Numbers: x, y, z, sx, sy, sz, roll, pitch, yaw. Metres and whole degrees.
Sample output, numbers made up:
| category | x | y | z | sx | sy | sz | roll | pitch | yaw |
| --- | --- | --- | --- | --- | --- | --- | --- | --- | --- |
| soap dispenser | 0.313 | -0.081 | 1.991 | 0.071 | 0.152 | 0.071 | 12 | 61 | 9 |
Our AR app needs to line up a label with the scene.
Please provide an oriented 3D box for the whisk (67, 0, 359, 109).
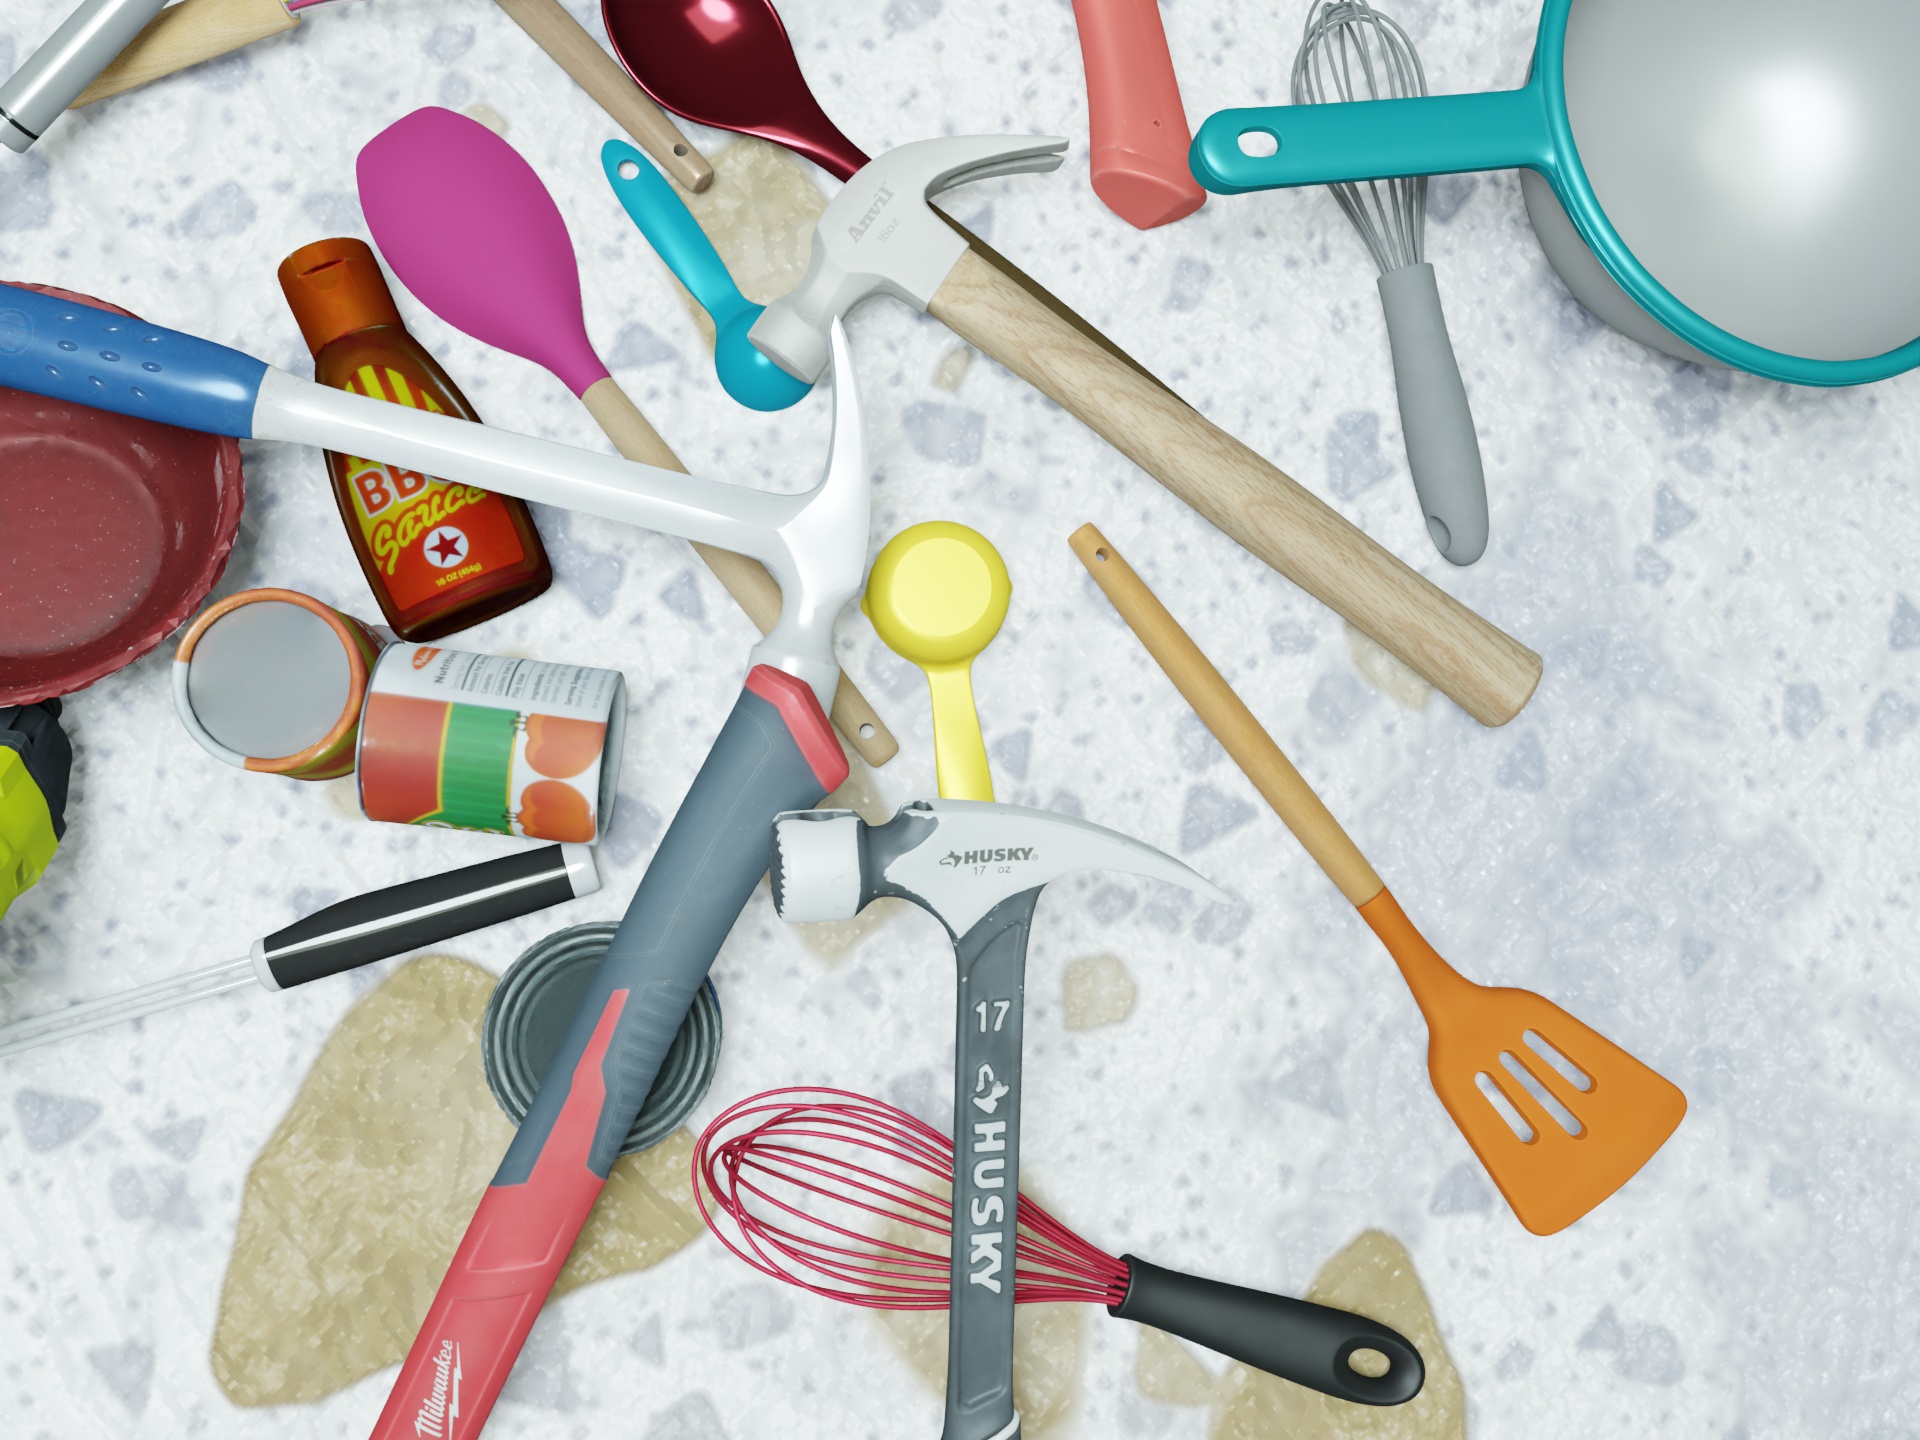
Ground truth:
| category | x | y | z | sx | sy | sz | roll | pitch | yaw |
| --- | --- | --- | --- | --- | --- | --- | --- | --- | --- |
| whisk | -0.236 | -0.284 | 0.607 | 0.245 | 0.051 | 0.047 | -18 | 68 | 4 |

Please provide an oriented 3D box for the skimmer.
| category | x | y | z | sx | sy | sz | roll | pitch | yaw |
| --- | --- | --- | --- | --- | --- | --- | --- | --- | --- |
| skimmer | -0.298 | 0.128 | 0.548 | 0.363 | 0.127 | 0.090 | -17 | 54 | -13 |

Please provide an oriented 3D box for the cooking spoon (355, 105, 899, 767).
| category | x | y | z | sx | sy | sz | roll | pitch | yaw |
| --- | --- | --- | --- | --- | --- | --- | --- | --- | --- |
| cooking spoon | -0.126 | -0.110 | 0.621 | 0.069 | 0.017 | 0.319 | -38 | 89 | -6 |

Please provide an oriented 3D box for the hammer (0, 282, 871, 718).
| category | x | y | z | sx | sy | sz | roll | pitch | yaw |
| --- | --- | --- | --- | --- | --- | --- | --- | --- | --- |
| hammer | -0.227 | -0.112 | 0.548 | 0.405 | 0.035 | 0.144 | 13 | 91 | -8 |

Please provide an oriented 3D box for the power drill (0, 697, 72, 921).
| category | x | y | z | sx | sy | sz | roll | pitch | yaw |
| --- | --- | --- | --- | --- | --- | --- | --- | --- | --- |
| power drill | -0.423 | 0.046 | 0.523 | 0.223 | 0.171 | 0.080 | -3 | 126 | -3 |

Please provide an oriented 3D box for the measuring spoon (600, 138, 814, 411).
| category | x | y | z | sx | sy | sz | roll | pitch | yaw |
| --- | --- | --- | --- | --- | --- | --- | --- | --- | --- |
| measuring spoon | -0.102 | -0.180 | 0.627 | 0.042 | 0.021 | 0.128 | -37 | 91 | -7 |

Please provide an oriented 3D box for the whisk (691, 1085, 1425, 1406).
| category | x | y | z | sx | sy | sz | roll | pitch | yaw |
| --- | --- | --- | --- | --- | --- | --- | --- | --- | --- |
| whisk | 0.042 | 0.204 | 0.592 | 0.295 | 0.073 | 0.073 | 21 | 83 | -9 |

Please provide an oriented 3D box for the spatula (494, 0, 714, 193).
| category | x | y | z | sx | sy | sz | roll | pitch | yaw |
| --- | --- | --- | --- | --- | --- | --- | --- | --- | --- |
| spatula | -0.213 | -0.324 | 0.632 | 0.316 | 0.018 | 0.060 | 45 | 79 | 1 |

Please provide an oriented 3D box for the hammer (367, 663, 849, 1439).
| category | x | y | z | sx | sy | sz | roll | pitch | yaw |
| --- | --- | --- | --- | --- | --- | --- | --- | --- | --- |
| hammer | -0.156 | 0.151 | 0.551 | 0.143 | 0.038 | 0.386 | 26 | 94 | -1 |

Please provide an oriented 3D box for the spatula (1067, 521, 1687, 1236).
| category | x | y | z | sx | sy | sz | roll | pitch | yaw |
| --- | --- | --- | --- | --- | --- | --- | --- | --- | --- |
| spatula | 0.148 | 0.049 | 0.621 | 0.081 | 0.041 | 0.322 | -38 | 88 | -6 |

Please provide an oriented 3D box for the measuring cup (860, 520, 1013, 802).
| category | x | y | z | sx | sy | sz | roll | pitch | yaw |
| --- | --- | --- | --- | --- | --- | --- | --- | --- | --- |
| measuring cup | -0.001 | -0.002 | 0.617 | 0.062 | 0.029 | 0.156 | -8 | 84 | -6 |

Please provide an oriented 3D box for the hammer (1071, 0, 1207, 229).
| category | x | y | z | sx | sy | sz | roll | pitch | yaw |
| --- | --- | --- | --- | --- | --- | --- | --- | --- | --- |
| hammer | 0.047 | -0.379 | 0.642 | 0.149 | 0.037 | 0.359 | -15 | 91 | -26 |

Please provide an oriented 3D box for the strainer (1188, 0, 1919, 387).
| category | x | y | z | sx | sy | sz | roll | pitch | yaw |
| --- | --- | --- | --- | --- | --- | --- | --- | --- | --- |
| strainer | 0.241 | -0.213 | 0.617 | 0.340 | 0.095 | 0.211 | -8 | 85 | -11 |

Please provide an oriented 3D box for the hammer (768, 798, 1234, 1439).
| category | x | y | z | sx | sy | sz | roll | pitch | yaw |
| --- | --- | --- | --- | --- | --- | --- | --- | --- | --- |
| hammer | 0.011 | 0.226 | 0.544 | 0.149 | 0.036 | 0.409 | -2 | 101 | -14 |

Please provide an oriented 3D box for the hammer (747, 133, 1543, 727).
| category | x | y | z | sx | sy | sz | roll | pitch | yaw |
| --- | --- | --- | --- | --- | --- | --- | --- | --- | --- |
| hammer | 0.090 | -0.106 | 0.619 | 0.331 | 0.031 | 0.130 | 34 | 88 | -6 |

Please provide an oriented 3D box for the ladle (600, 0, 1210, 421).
| category | x | y | z | sx | sy | sz | roll | pitch | yaw |
| --- | --- | --- | --- | --- | --- | --- | --- | --- | --- |
| ladle | -0.011 | -0.198 | 0.636 | 0.315 | 0.031 | 0.069 | 38 | 74 | -3 |

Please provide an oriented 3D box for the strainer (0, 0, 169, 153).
| category | x | y | z | sx | sy | sz | roll | pitch | yaw |
| --- | --- | --- | --- | --- | --- | --- | --- | --- | --- |
| strainer | -0.352 | -0.210 | 0.582 | 0.258 | 0.087 | 0.050 | -45 | 134 | 2 |

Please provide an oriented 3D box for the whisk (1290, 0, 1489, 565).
| category | x | y | z | sx | sy | sz | roll | pitch | yaw |
| --- | --- | --- | --- | --- | --- | --- | --- | --- | --- |
| whisk | 0.177 | -0.179 | 0.644 | 0.055 | 0.055 | 0.239 | -13 | 91 | -6 |
